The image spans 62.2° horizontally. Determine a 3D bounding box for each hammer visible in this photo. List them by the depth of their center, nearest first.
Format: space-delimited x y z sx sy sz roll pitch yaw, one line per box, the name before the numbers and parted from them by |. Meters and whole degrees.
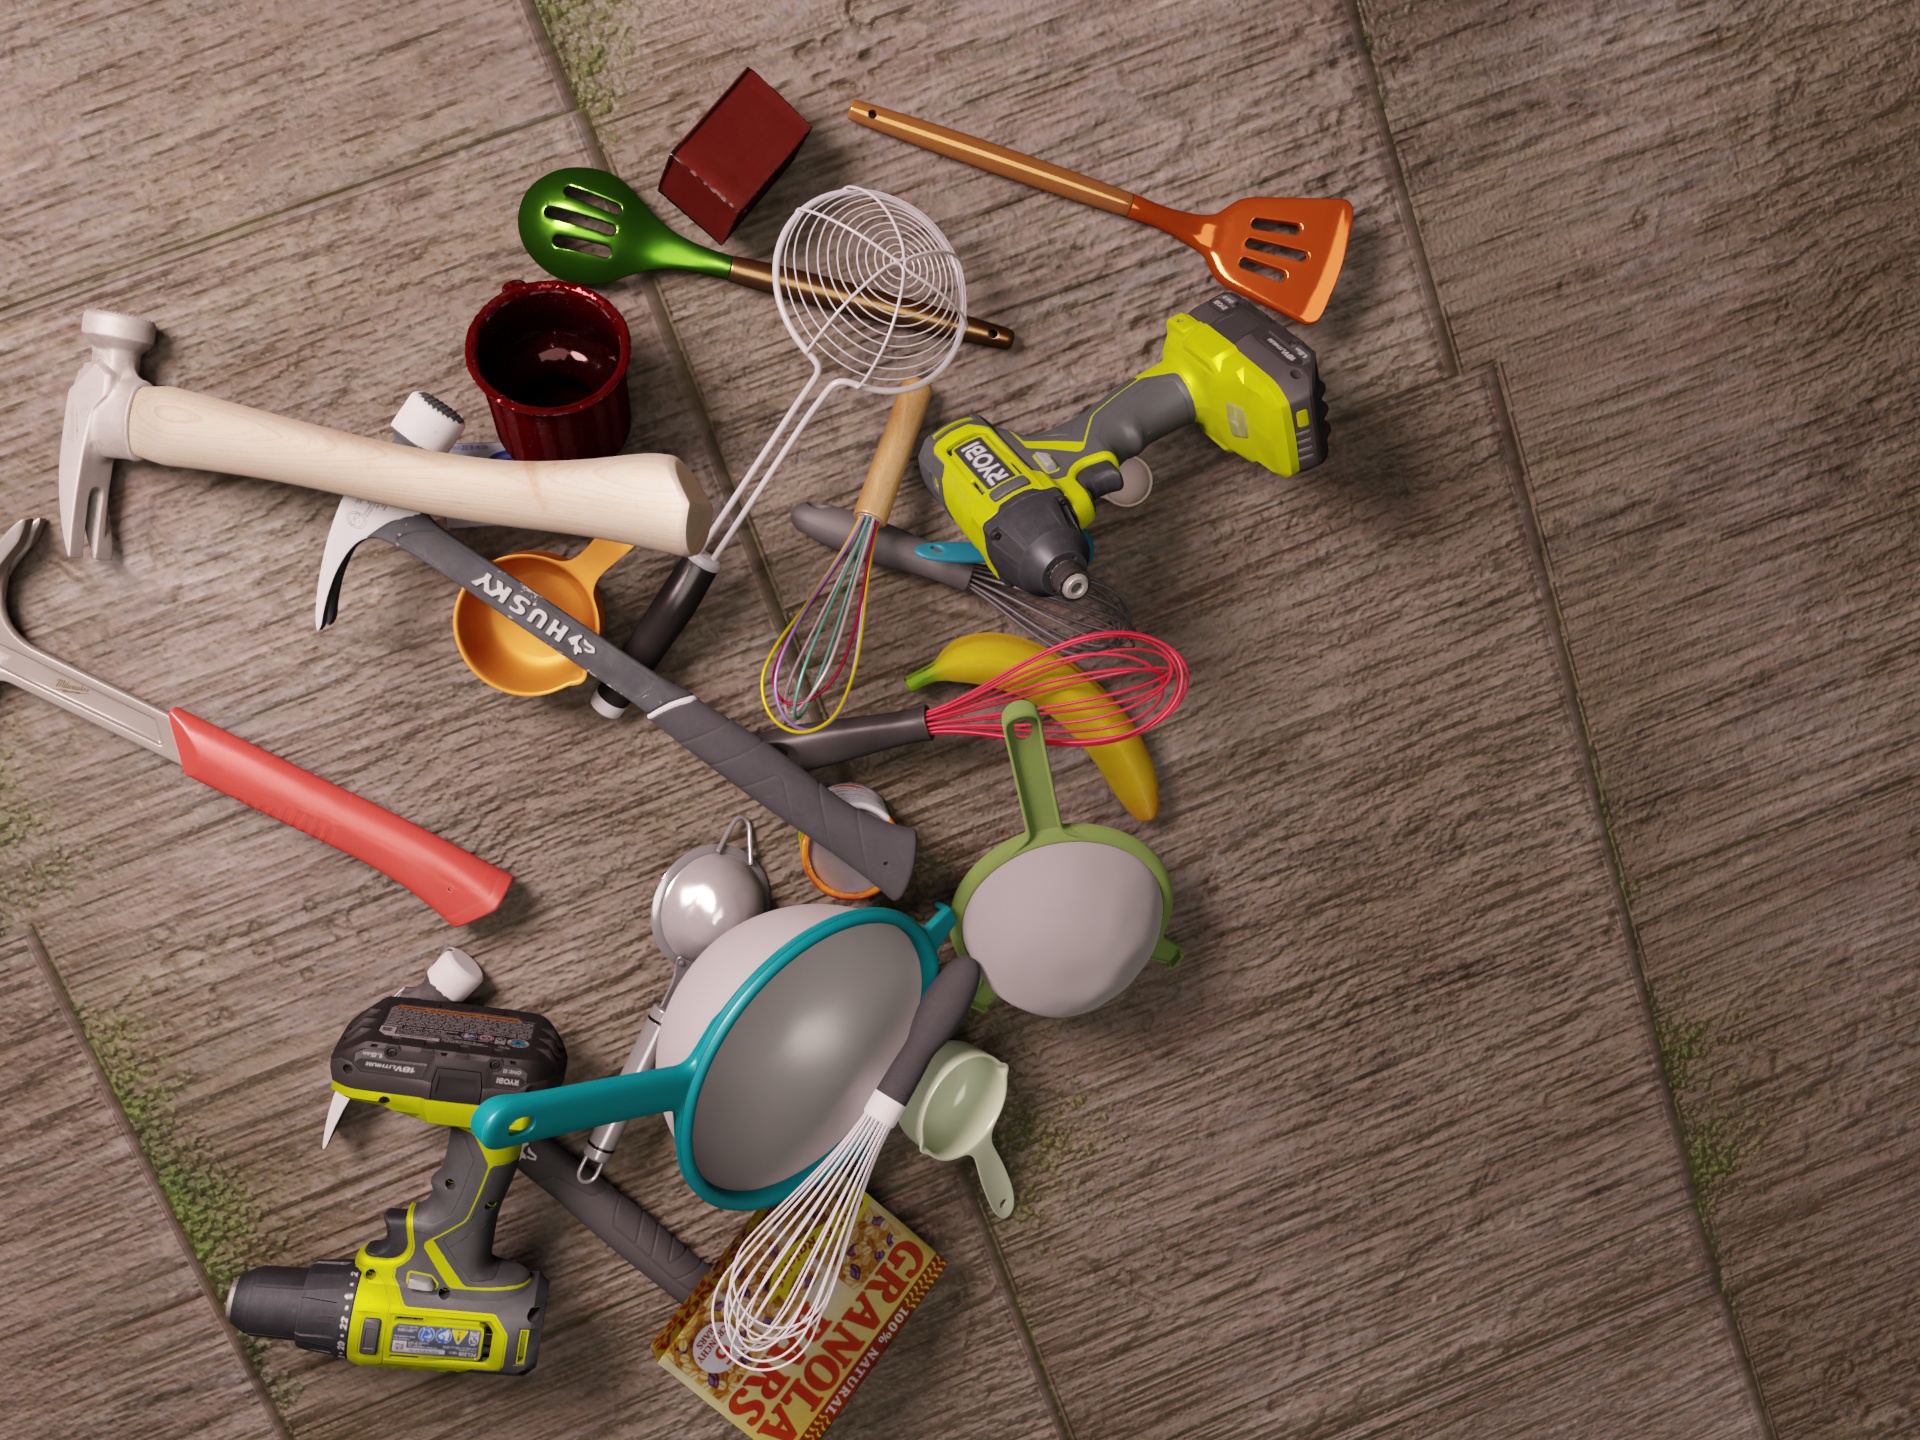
hammer | -0.330 -0.131 0.884 0.411 0.038 0.146 12 96 17
hammer | -0.194 -0.015 0.958 0.408 0.036 0.149 36 98 -11
hammer | -0.443 0.022 0.985 0.359 0.037 0.149 28 95 -11
hammer | -0.266 0.311 1.061 0.146 0.035 0.334 -45 103 1

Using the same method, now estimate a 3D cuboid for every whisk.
whisk | -0.066 -0.106 0.977 0.047 0.051 0.245 13 73 18
whisk | -0.064 0.273 0.998 0.070 0.070 0.285 35 78 -12
whisk | -0.002 -0.003 1.008 0.296 0.073 0.073 -11 102 12
whisk | 0.004 -0.093 1.025 0.239 0.055 0.055 19 97 -6

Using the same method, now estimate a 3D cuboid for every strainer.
strainer | -0.159 0.194 0.958 0.340 0.095 0.211 1 113 -49
strainer | 0.061 0.104 1.004 0.151 0.069 0.256 -13 128 1
strainer | -0.187 0.185 1.032 0.086 0.050 0.258 26 90 -36

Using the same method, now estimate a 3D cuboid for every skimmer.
skimmer | -0.127 -0.158 0.991 0.127 0.090 0.363 30 109 -20

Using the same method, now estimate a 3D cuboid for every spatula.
spatula | 0.086 -0.333 0.998 0.322 0.041 0.081 16 98 -10

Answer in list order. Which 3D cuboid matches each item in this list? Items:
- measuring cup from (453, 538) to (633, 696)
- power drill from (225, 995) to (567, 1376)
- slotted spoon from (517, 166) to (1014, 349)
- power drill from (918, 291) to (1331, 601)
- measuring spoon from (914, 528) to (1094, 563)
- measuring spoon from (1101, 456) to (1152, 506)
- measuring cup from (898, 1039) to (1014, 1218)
measuring cup | -0.234 -0.091 0.985 0.173 0.052 0.095 -43 102 3
power drill | -0.344 0.295 0.990 0.190 0.080 0.228 10 100 -11
slotted spoon | -0.117 -0.276 0.987 0.313 0.031 0.070 12 95 -12
power drill | 0.104 -0.161 0.970 0.223 0.171 0.080 -28 134 -7
measuring spoon | 0.030 -0.115 1.008 0.128 0.042 0.021 -5 131 -29
measuring spoon | 0.064 -0.147 1.043 0.124 0.018 0.034 -12 88 1
measuring cup | 0.003 0.283 1.085 0.083 0.038 0.167 -40 133 -25
